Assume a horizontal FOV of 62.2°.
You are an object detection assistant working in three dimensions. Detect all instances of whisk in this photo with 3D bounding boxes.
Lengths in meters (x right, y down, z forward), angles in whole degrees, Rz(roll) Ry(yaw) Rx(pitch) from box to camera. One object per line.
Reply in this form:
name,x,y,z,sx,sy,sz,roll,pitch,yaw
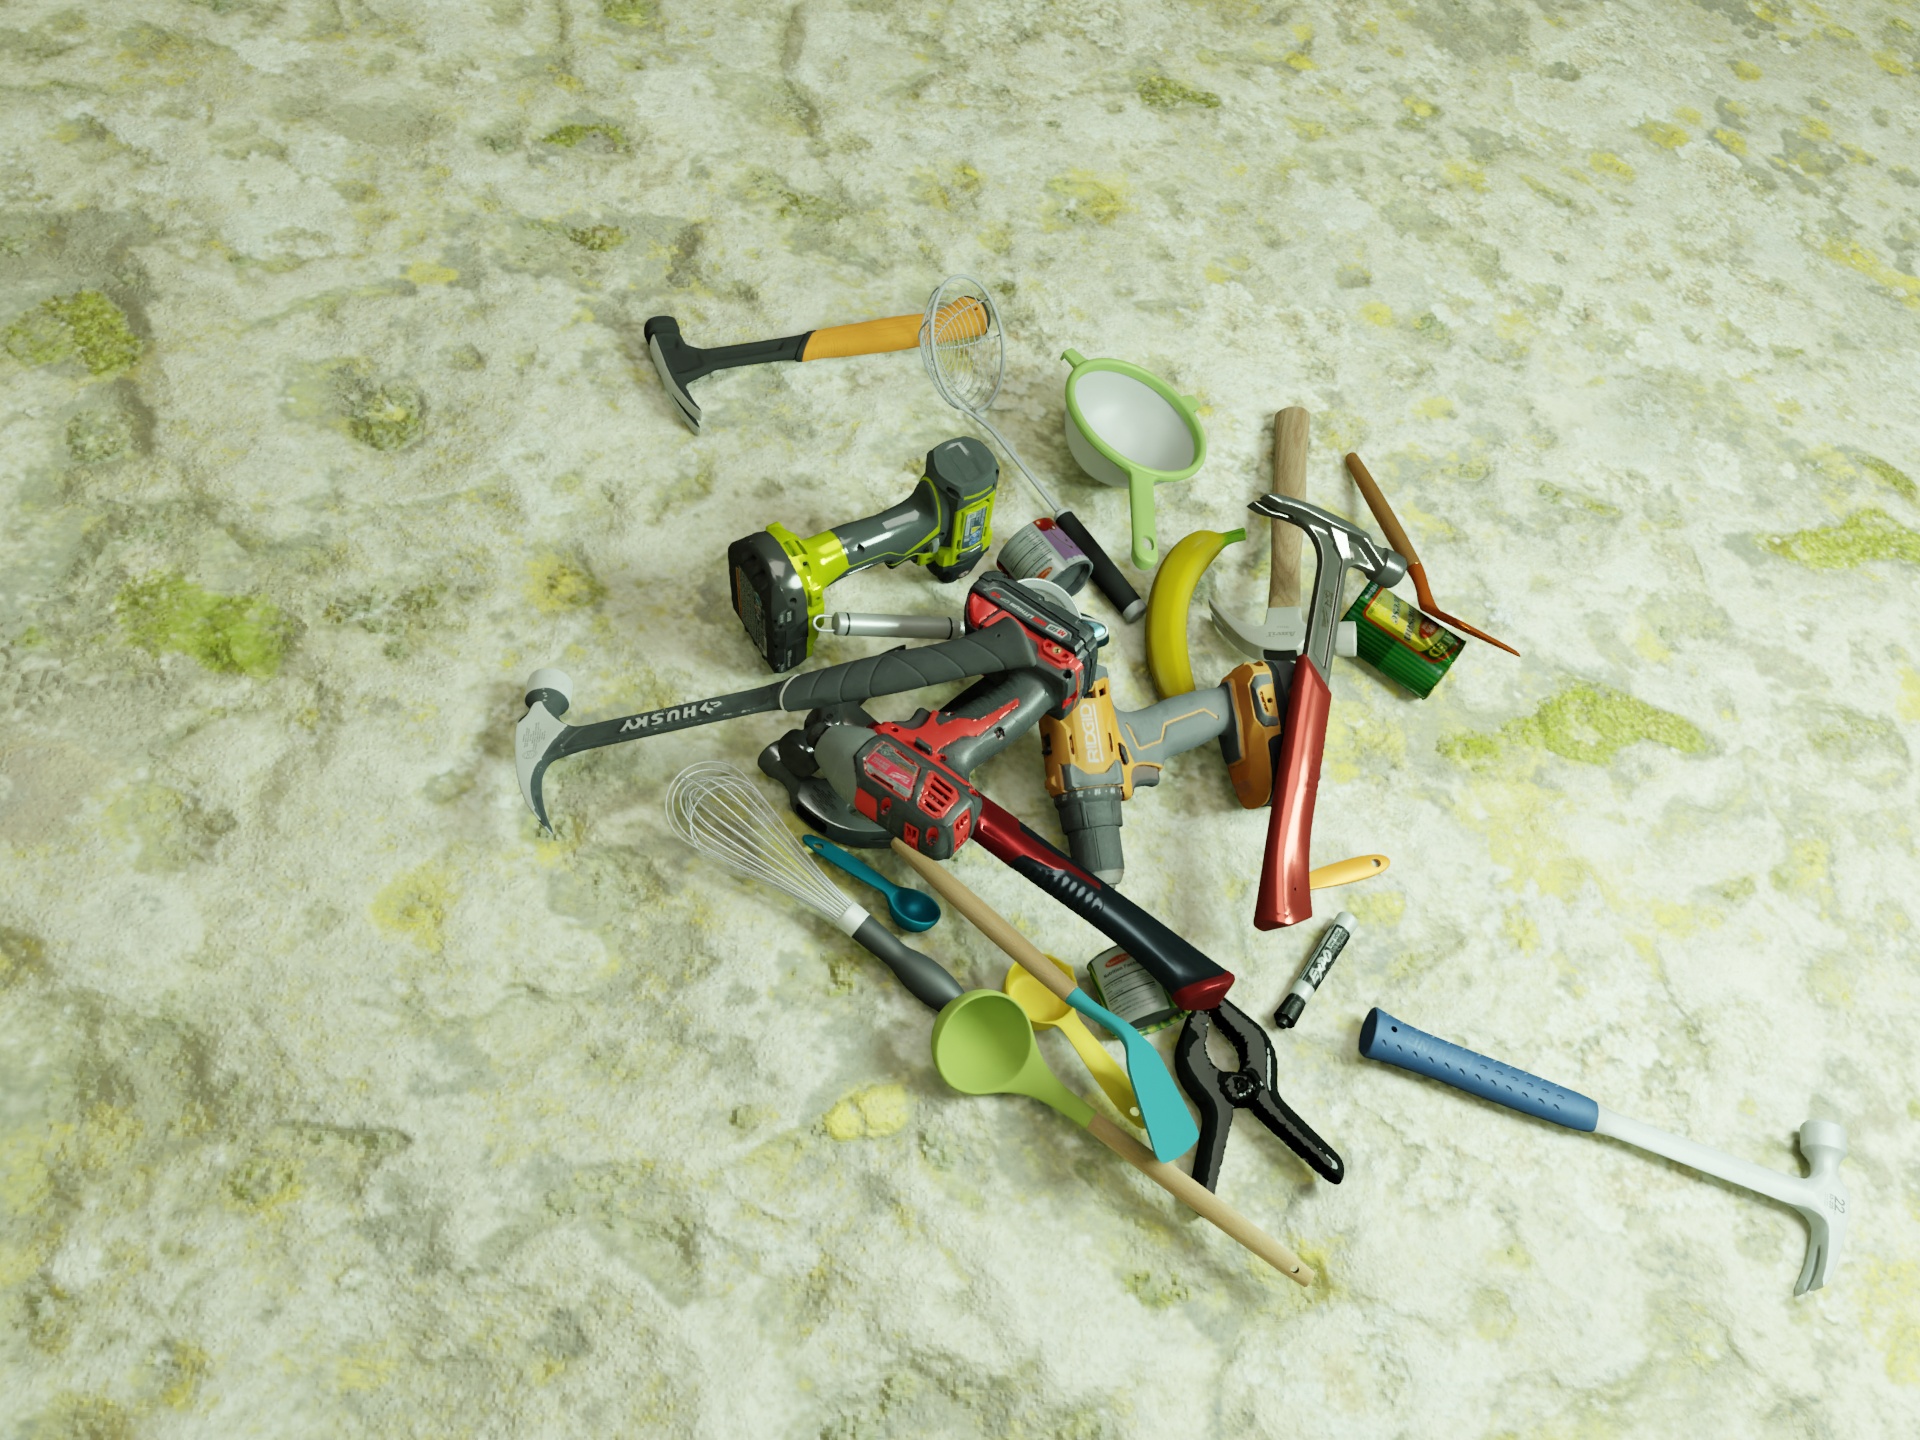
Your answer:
whisk,-0.106,0.130,1.210,0.284,0.070,0.070,38,58,5

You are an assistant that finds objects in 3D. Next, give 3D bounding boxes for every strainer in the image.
strainer,0.153,-0.225,1.475,0.151,0.069,0.257,16,51,-20
strainer,-0.001,-0.077,1.311,0.258,0.050,0.087,1,84,-26

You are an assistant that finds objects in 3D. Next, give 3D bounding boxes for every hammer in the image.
hammer,-0.122,-0.355,1.517,0.337,0.034,0.127,-15,63,-22
hammer,-0.144,-0.014,1.182,0.409,0.036,0.149,-12,48,11
hammer,0.050,0.085,1.221,0.386,0.038,0.143,35,55,17
hammer,-0.002,-0.004,1.330,0.331,0.033,0.128,-34,71,-29
hammer,0.306,-0.182,1.500,0.130,0.031,0.332,-2,49,16
hammer,0.509,0.322,1.254,0.405,0.035,0.144,21,56,-1
hammer,0.273,-0.006,1.286,0.149,0.036,0.359,21,68,-18

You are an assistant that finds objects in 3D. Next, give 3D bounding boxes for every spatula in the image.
spatula,0.422,-0.162,1.483,0.081,0.041,0.323,22,35,-28
spatula,0.057,0.195,1.182,0.318,0.044,0.082,40,19,21

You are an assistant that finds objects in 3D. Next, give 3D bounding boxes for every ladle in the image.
ladle,0.115,0.303,1.140,0.320,0.062,0.078,34,85,12

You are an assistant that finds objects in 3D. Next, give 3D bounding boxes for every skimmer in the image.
skimmer,0.078,-0.254,1.471,0.363,0.090,0.127,54,30,17

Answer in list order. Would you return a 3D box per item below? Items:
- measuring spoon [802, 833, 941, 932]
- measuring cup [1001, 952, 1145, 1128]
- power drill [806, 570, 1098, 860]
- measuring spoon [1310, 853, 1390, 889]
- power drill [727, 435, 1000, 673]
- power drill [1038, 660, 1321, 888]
measuring spoon,-0.074,0.129,1.242,0.129,0.021,0.042,31,28,16
measuring cup,0.089,0.246,1.203,0.062,0.029,0.157,-30,72,-28
power drill,-0.006,-0.007,1.206,0.143,0.078,0.220,32,60,20
measuring spoon,0.314,0.129,1.339,0.117,0.011,0.021,-11,62,-20
power drill,-0.075,-0.132,1.322,0.223,0.171,0.080,-27,68,-18
power drill,0.177,0.041,1.312,0.226,0.084,0.185,-4,78,-16
